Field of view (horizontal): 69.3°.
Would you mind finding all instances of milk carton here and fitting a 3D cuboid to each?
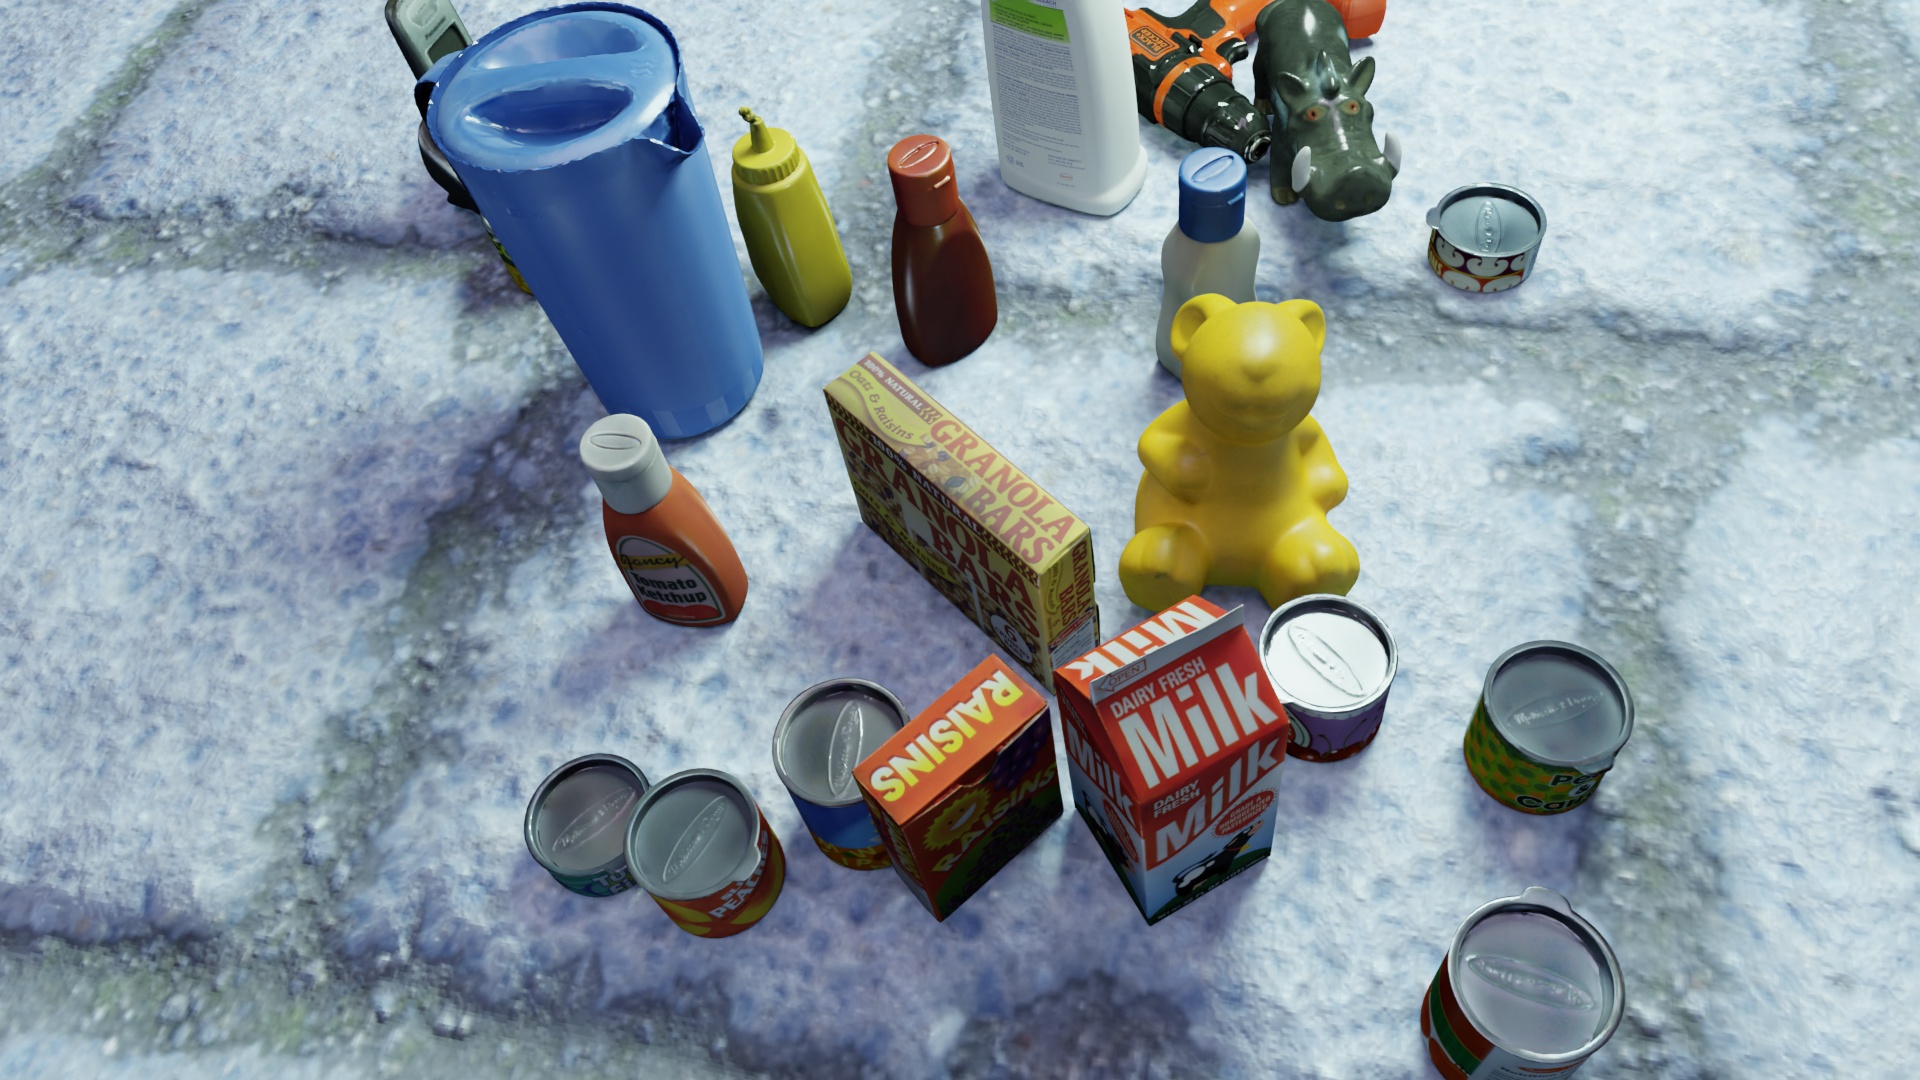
[{"bbox_3d":[0.091,0.092,0.609,0.072,0.189,0.074,-27,57,-10],"label":"milk carton"}]

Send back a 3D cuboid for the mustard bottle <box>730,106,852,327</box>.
[{"bbox_3d":[-0.109,-0.204,0.858,0.049,0.159,0.065,-41,60,-18],"label":"mustard bottle"}]

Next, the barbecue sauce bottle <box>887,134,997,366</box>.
[{"bbox_3d":[-0.014,-0.173,0.831,0.065,0.147,0.044,-38,59,-17],"label":"barbecue sauce bottle"}]

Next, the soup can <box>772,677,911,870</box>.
[{"bbox_3d":[-0.048,0.116,0.677,0.071,0.083,0.072,-4,56,6],"label":"soup can"}]

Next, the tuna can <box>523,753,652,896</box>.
[{"bbox_3d":[-0.183,0.146,0.706,0.071,0.032,0.071,-4,55,6],"label":"tuna can"}]

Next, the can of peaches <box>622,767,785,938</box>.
[{"bbox_3d":[-0.121,0.154,0.676,0.071,0.057,0.071,-4,55,6],"label":"can of peaches"}]

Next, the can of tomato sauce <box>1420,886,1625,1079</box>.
[{"bbox_3d":[0.233,0.194,0.584,0.071,0.082,0.071,-4,56,6],"label":"can of tomato sauce"}]

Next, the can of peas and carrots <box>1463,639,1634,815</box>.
[{"bbox_3d":[0.280,0.092,0.662,0.071,0.058,0.071,-4,55,6],"label":"can of peas and carrots"}]

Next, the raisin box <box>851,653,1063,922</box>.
[{"bbox_3d":[0.003,0.118,0.644,0.086,0.122,0.040,-38,59,-17],"label":"raisin box"}]

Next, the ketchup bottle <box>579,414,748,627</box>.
[{"bbox_3d":[-0.160,-0.008,0.739,0.065,0.148,0.044,5,57,11],"label":"ketchup bottle"}]

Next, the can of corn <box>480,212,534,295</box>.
[{"bbox_3d":[-0.286,-0.207,0.948,0.071,0.058,0.071,-4,55,6],"label":"can of corn"}]

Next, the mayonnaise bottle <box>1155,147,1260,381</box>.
[{"bbox_3d":[0.143,-0.157,0.798,0.065,0.147,0.041,-34,58,-15],"label":"mayonnaise bottle"}]

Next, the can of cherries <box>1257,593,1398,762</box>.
[{"bbox_3d":[0.178,0.070,0.692,0.071,0.058,0.072,-4,55,6],"label":"can of cherries"}]

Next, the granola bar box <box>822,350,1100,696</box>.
[{"bbox_3d":[0.003,-0.009,0.731,0.039,0.123,0.166,-39,59,-17],"label":"granola bar box"}]

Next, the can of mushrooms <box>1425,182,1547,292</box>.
[{"bbox_3d":[0.324,-0.189,0.864,0.071,0.033,0.071,-4,55,6],"label":"can of mushrooms"}]
